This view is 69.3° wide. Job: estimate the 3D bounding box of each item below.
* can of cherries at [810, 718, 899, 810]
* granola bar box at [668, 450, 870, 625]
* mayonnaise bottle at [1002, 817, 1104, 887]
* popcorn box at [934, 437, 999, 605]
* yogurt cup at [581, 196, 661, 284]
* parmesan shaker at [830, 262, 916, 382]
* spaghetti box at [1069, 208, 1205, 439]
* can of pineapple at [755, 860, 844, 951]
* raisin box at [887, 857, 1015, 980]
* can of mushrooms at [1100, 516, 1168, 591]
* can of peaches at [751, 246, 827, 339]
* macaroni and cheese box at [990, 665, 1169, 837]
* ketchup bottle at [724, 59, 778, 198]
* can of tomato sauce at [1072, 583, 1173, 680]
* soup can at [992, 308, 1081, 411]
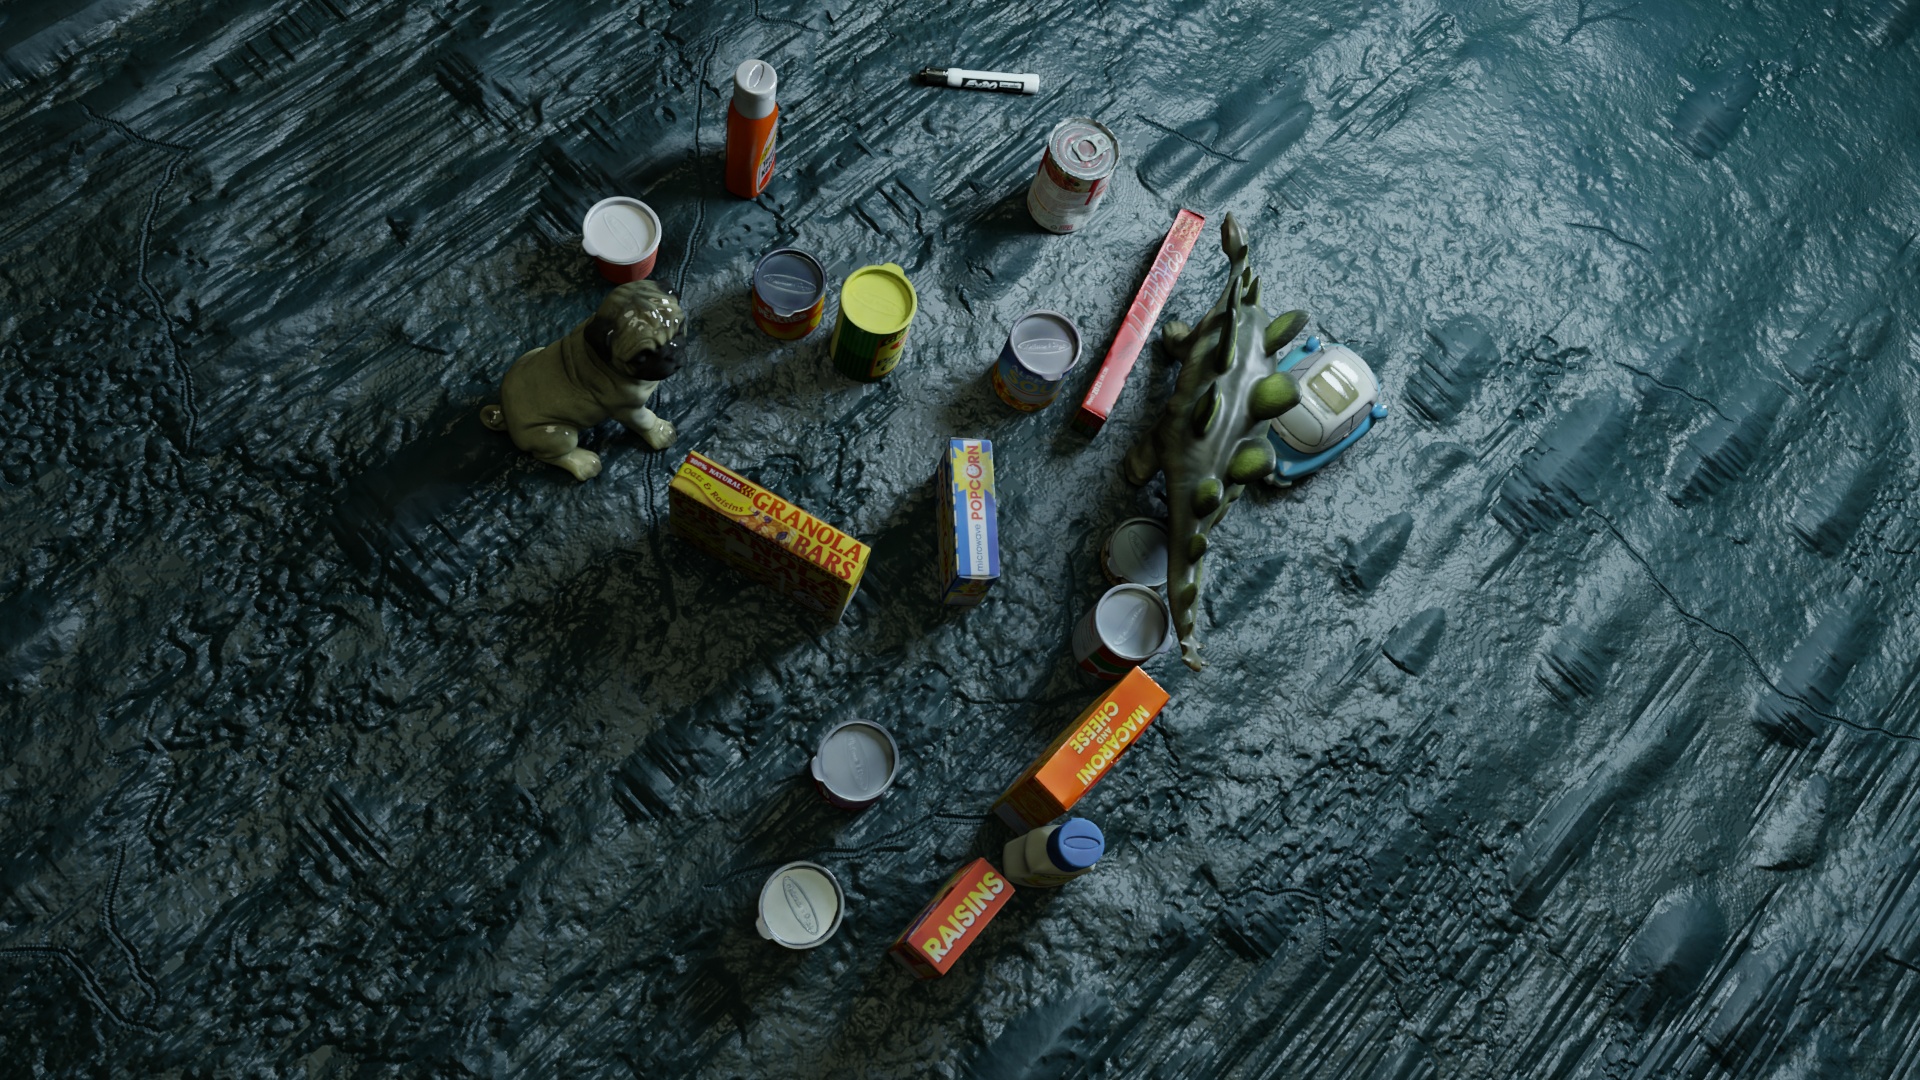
[{"bbox_3d":[-0.089,0.184,1.134,0.071,0.058,0.071,3,71,-9],"label":"can of cherries"},{"bbox_3d":[-0.159,0.000,1.149,0.165,0.123,0.039,29,69,0],"label":"granola bar box"},{"bbox_3d":[0.076,0.247,1.095,0.065,0.147,0.041,4,71,-9],"label":"mayonnaise bottle"},{"bbox_3d":[0.004,-0.015,1.206,0.038,0.085,0.127,0,71,-10],"label":"popcorn box"},{"bbox_3d":[-0.304,-0.267,1.253,0.072,0.053,0.072,3,71,-9],"label":"yogurt cup"},{"bbox_3d":[-0.078,-0.194,1.243,0.071,0.102,0.071,3,71,-9],"label":"parmesan shaker"},{"bbox_3d":[0.170,-0.210,1.323,0.029,0.050,0.251,28,68,0],"label":"spaghetti box"},{"bbox_3d":[-0.129,0.288,1.090,0.071,0.057,0.071,3,71,-9],"label":"can of pineapple"},{"bbox_3d":[-0.009,0.294,1.075,0.040,0.123,0.086,43,70,6],"label":"raisin box"},{"bbox_3d":[0.160,0.015,1.252,0.071,0.033,0.071,3,71,-9],"label":"can of mushrooms"},{"bbox_3d":[-0.157,-0.222,1.262,0.071,0.058,0.071,3,71,-9],"label":"can of peaches"},{"bbox_3d":[0.094,0.173,1.114,0.040,0.166,0.124,44,70,6],"label":"macaroni and cheese box"},{"bbox_3d":[-0.189,-0.376,1.261,0.043,0.148,0.065,19,69,-4],"label":"ketchup bottle"},{"bbox_3d":[0.140,0.081,1.199,0.071,0.082,0.071,3,71,-9],"label":"can of tomato sauce"},{"bbox_3d":[0.069,-0.161,1.269,0.071,0.083,0.071,3,71,-9],"label":"soup can"}]
